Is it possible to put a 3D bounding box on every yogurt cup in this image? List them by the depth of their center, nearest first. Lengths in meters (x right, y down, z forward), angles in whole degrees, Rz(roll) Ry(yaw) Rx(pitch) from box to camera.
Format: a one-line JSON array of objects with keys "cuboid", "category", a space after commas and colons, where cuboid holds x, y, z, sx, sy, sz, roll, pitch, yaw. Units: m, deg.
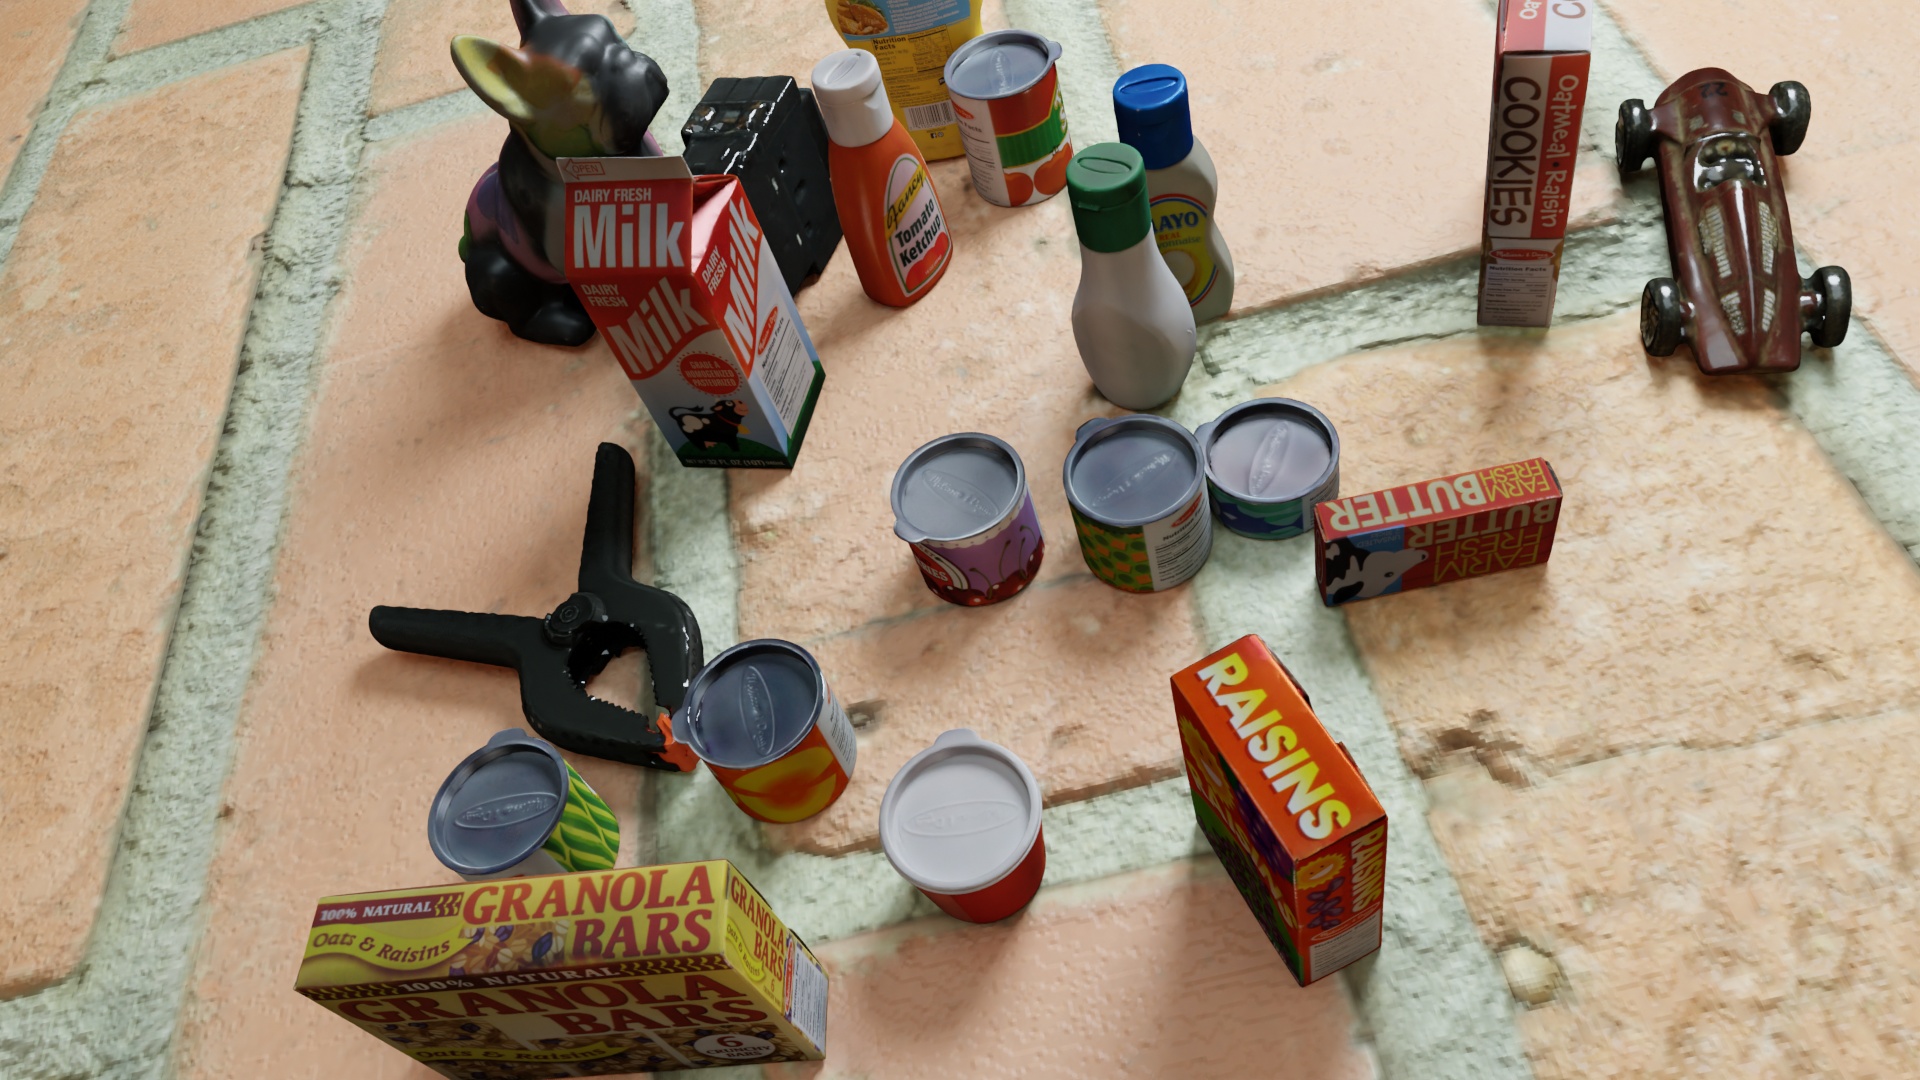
[{"cuboid": [0.005, 0.125, 0.582, 0.072, 0.053, 0.073, -8, 52, 10], "category": "yogurt cup"}]

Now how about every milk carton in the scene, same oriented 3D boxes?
[{"cuboid": [-0.139, -0.124, 0.724, 0.072, 0.189, 0.074, 3, 55, 18], "category": "milk carton"}]

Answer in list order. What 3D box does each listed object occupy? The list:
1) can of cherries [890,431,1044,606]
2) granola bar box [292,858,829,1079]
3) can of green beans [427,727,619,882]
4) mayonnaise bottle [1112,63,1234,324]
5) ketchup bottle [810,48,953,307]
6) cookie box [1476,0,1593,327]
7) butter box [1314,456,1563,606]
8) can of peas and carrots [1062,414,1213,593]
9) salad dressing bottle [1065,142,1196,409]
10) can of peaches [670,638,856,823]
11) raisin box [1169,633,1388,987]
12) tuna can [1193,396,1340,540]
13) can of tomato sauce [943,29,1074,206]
[{"cuboid": [0.002, -0.009, 0.681, 0.071, 0.058, 0.072, -8, 52, 10], "category": "can of cherries"}, {"cuboid": [-0.148, 0.172, 0.544, 0.165, 0.123, 0.039, -8, 52, 10], "category": "granola bar box"}, {"cuboid": [-0.196, 0.132, 0.630, 0.071, 0.057, 0.071, -8, 52, 10], "category": "can of green beans"}, {"cuboid": [0.106, -0.175, 0.721, 0.065, 0.147, 0.041, -9, 52, 9], "category": "mayonnaise bottle"}, {"cuboid": [-0.046, -0.205, 0.786, 0.043, 0.148, 0.065, 23, 63, 29], "category": "ketchup bottle"}, {"cuboid": [0.282, -0.208, 0.686, 0.040, 0.166, 0.123, 5, 56, 19], "category": "cookie box"}, {"cuboid": [0.212, -0.003, 0.623, 0.103, 0.053, 0.024, -12, 52, 6], "category": "butter box"}, {"cuboid": [0.084, -0.018, 0.666, 0.071, 0.058, 0.071, -8, 52, 10], "category": "can of peas and carrots"}, {"cuboid": [0.082, -0.129, 0.694, 0.064, 0.147, 0.044, 19, 61, 27], "category": "salad dressing bottle"}, {"cuboid": [-0.088, 0.088, 0.633, 0.071, 0.057, 0.071, -8, 52, 10], "category": "can of peaches"}, {"cuboid": [0.121, 0.104, 0.522, 0.040, 0.122, 0.086, -26, 51, -4], "category": "raisin box"}, {"cuboid": [0.149, -0.035, 0.678, 0.071, 0.032, 0.071, -8, 52, 10], "category": "tuna can"}, {"cuboid": [0.033, -0.257, 0.846, 0.071, 0.082, 0.071, -8, 52, 10], "category": "can of tomato sauce"}]
